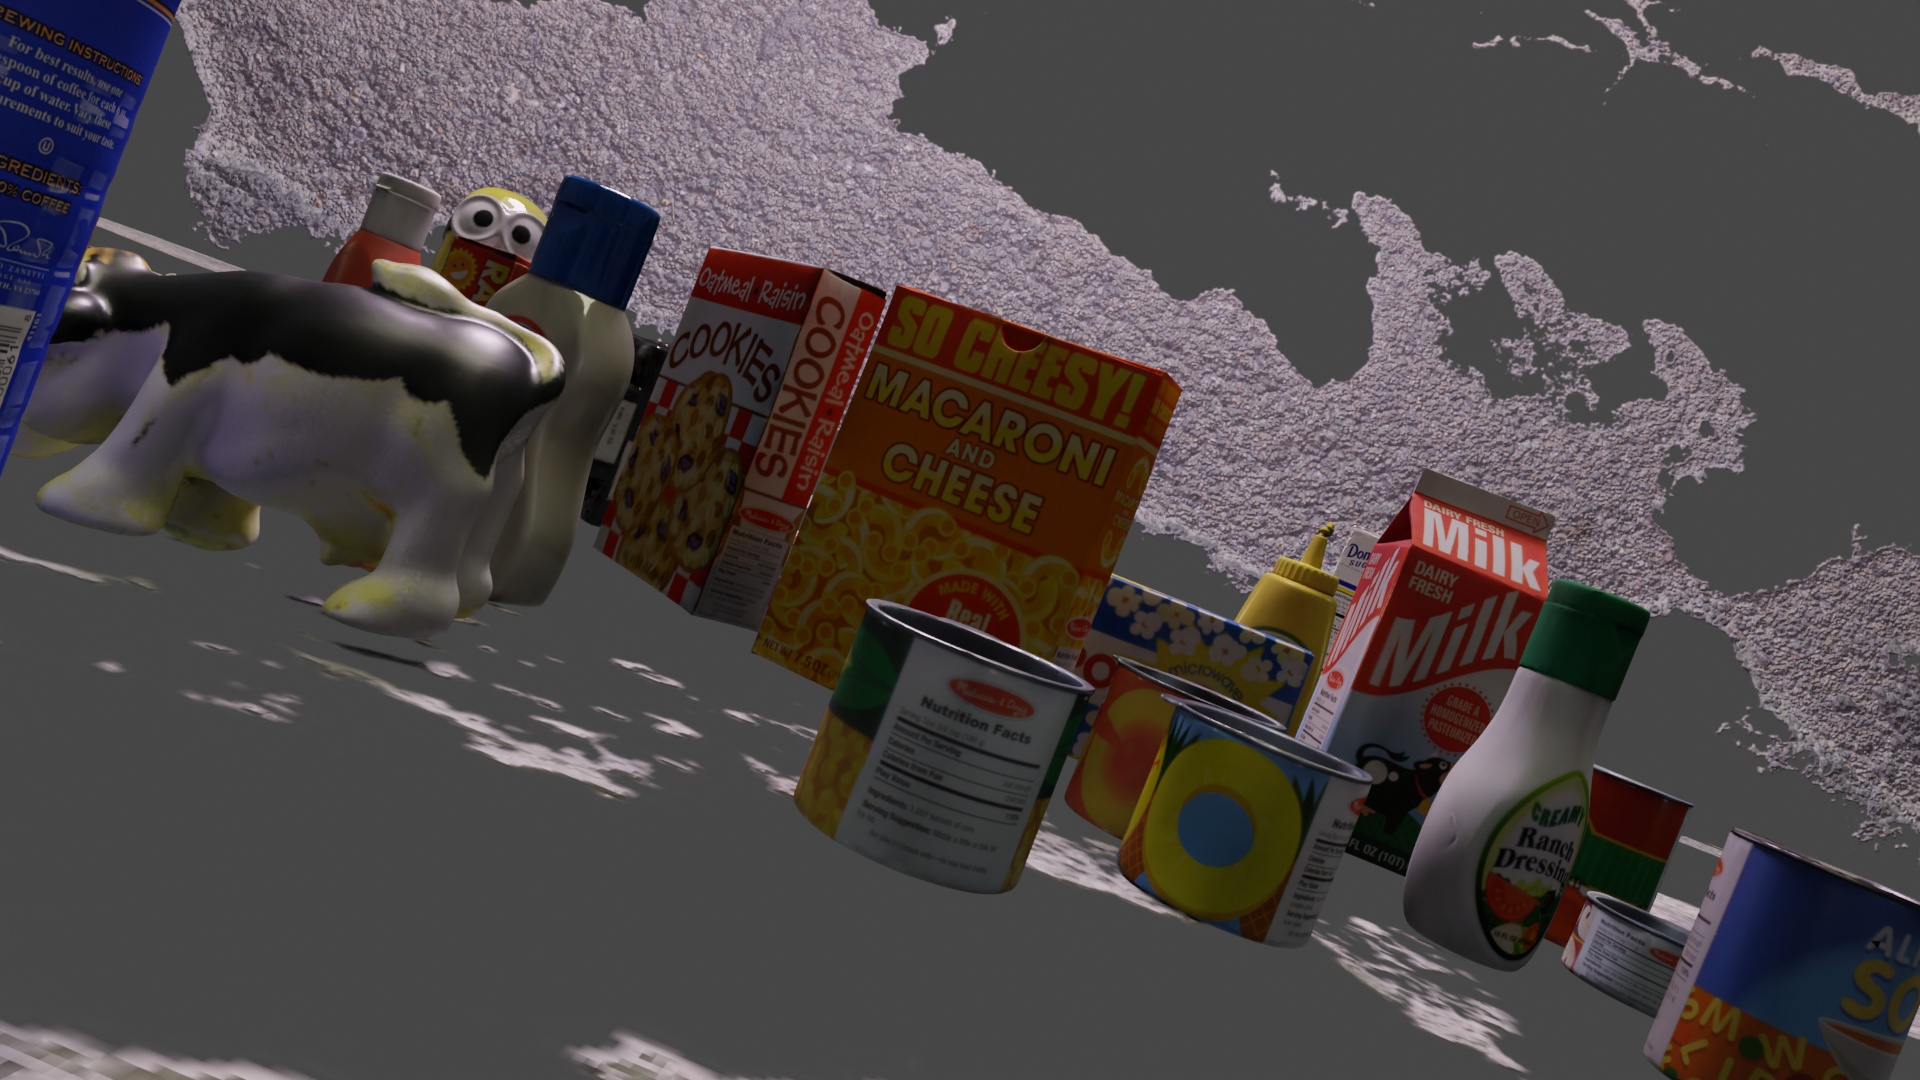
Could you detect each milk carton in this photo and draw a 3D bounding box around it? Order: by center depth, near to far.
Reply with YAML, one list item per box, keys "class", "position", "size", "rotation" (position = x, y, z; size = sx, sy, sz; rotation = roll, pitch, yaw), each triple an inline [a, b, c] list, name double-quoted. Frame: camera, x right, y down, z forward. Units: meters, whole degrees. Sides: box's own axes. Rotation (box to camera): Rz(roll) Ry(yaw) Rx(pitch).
- class: "milk carton"
  position: [0.227, 0.064, 0.691]
  size: [0.072, 0.190, 0.073]
  rotation: [21, 1, 3]

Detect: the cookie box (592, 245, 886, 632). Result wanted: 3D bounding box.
- class: "cookie box"
  position: [-0.109, -0.054, 0.672]
  size: [0.040, 0.167, 0.123]
  rotation: [21, 1, -38]

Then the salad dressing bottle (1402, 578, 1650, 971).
- class: "salad dressing bottle"
  position: [0.220, 0.089, 0.536]
  size: [0.064, 0.147, 0.044]
  rotation: [21, 1, -28]

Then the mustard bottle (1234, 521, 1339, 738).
- class: "mustard bottle"
  position: [0.193, 0.062, 0.847]
  size: [0.065, 0.160, 0.049]
  rotation: [22, 1, 11]

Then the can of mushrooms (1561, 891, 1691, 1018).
- class: "can of mushrooms"
  position: [0.288, 0.175, 0.575]
  size: [0.071, 0.033, 0.071]
  rotation: [21, 2, 0]

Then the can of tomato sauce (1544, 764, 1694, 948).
- class: "can of tomato sauce"
  position: [0.299, 0.150, 0.664]
  size: [0.071, 0.083, 0.071]
  rotation: [21, 1, 0]

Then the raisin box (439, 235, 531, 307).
- class: "raisin box"
  position: [-0.243, -0.084, 0.708]
  size: [0.040, 0.123, 0.086]
  rotation: [22, 1, 10]

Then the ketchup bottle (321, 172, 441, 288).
- class: "ketchup bottle"
  position: [-0.359, -0.147, 0.842]
  size: [0.065, 0.148, 0.043]
  rotation: [22, 1, 25]

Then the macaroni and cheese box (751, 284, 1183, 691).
- class: "macaroni and cheese box"
  position: [0.002, -0.007, 0.566]
  size: [0.124, 0.166, 0.040]
  rotation: [22, 1, 22]

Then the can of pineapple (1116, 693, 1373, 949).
- class: "can of pineapple"
  position: [0.089, 0.089, 0.446]
  size: [0.071, 0.058, 0.071]
  rotation: [21, 1, 0]

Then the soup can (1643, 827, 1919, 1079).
- class: "soup can"
  position: [0.274, 0.147, 0.453]
  size: [0.071, 0.083, 0.071]
  rotation: [21, 1, 0]

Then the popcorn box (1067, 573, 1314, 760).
- class: "popcorn box"
  position: [0.088, 0.068, 0.644]
  size: [0.127, 0.085, 0.038]
  rotation: [21, 1, -4]

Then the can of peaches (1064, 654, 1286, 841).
- class: "can of peaches"
  position: [0.077, 0.082, 0.516]
  size: [0.071, 0.058, 0.071]
  rotation: [21, 1, 0]

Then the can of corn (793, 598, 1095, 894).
- class: "can of corn"
  position: [-0.005, 0.054, 0.377]
  size: [0.071, 0.058, 0.071]
  rotation: [21, 1, 0]

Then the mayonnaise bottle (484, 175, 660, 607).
- class: "mayonnaise bottle"
  position: [-0.151, -0.054, 0.494]
  size: [0.065, 0.148, 0.041]
  rotation: [22, 1, 24]
